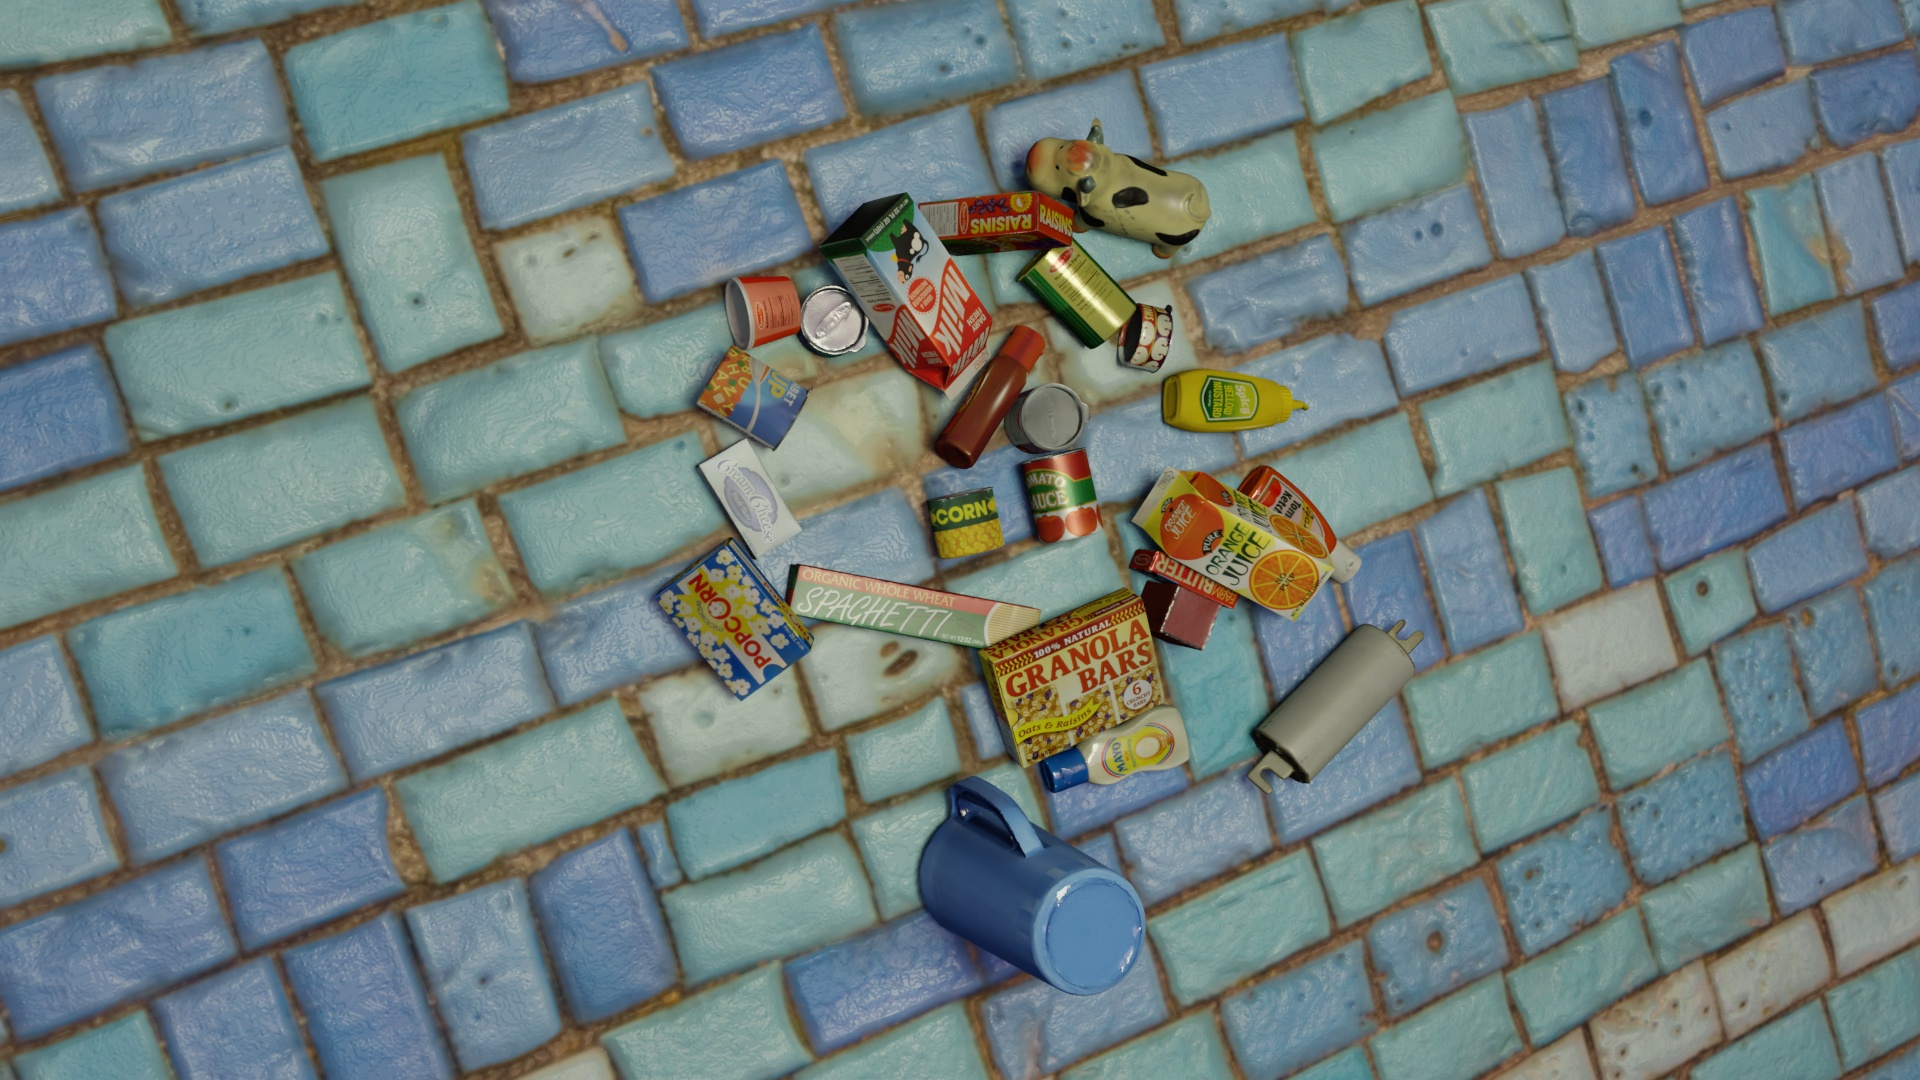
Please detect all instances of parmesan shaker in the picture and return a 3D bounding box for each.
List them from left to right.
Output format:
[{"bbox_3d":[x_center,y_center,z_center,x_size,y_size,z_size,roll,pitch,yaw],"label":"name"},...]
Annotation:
[{"bbox_3d":[0.114,-0.245,1.372,0.103,0.071,0.071,44,79,-12],"label":"parmesan shaker"}]

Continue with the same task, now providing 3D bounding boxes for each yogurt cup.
[{"bbox_3d":[-0.182,-0.214,1.288,0.054,0.072,0.072,-15,94,-24],"label":"yogurt cup"}]

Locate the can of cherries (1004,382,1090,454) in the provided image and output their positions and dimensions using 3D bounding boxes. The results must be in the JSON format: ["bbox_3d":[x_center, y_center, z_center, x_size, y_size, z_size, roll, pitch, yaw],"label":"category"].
[{"bbox_3d":[0.085,-0.119,1.366,0.071,0.058,0.071,0,89,-16],"label":"can of cherries"}]

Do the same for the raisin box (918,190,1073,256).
[{"bbox_3d":[0.034,-0.298,1.308,0.123,0.086,0.040,2,91,27],"label":"raisin box"}]

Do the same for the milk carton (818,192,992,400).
[{"bbox_3d":[-0.039,-0.224,1.303,0.072,0.073,0.190,-50,120,-25],"label":"milk carton"}]

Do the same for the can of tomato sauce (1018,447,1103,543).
[{"bbox_3d":[0.099,-0.044,1.365,0.071,0.071,0.083,-14,94,-15],"label":"can of tomato sauce"}]

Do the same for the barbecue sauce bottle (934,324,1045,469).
[{"bbox_3d":[0.031,-0.141,1.350,0.043,0.064,0.149,33,75,-2],"label":"barbecue sauce bottle"}]

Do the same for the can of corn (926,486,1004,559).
[{"bbox_3d":[0.005,-0.017,1.336,0.071,0.071,0.058,-13,94,-16],"label":"can of corn"}]

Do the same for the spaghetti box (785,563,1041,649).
[{"bbox_3d":[-0.045,0.068,1.343,0.250,0.028,0.050,11,88,-16],"label":"spaghetti box"}]

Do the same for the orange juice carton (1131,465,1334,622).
[{"bbox_3d":[0.270,-0.003,1.390,0.193,0.073,0.071,27,115,-9],"label":"orange juice carton"}]

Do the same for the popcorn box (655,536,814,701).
[{"bbox_3d":[-0.207,0.072,1.278,0.085,0.038,0.126,-36,100,9],"label":"popcorn box"}]

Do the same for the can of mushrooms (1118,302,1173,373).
[{"bbox_3d":[0.185,-0.205,1.390,0.033,0.071,0.071,10,87,-14],"label":"can of mushrooms"}]

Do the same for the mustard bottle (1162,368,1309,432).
[{"bbox_3d":[0.289,-0.143,1.429,0.160,0.049,0.065,0,92,-16],"label":"mustard bottle"}]

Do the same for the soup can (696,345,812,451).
[{"bbox_3d":[-0.190,-0.134,1.282,0.084,0.071,0.071,31,82,-13],"label":"soup can"}]

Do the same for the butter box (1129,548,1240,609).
[{"bbox_3d":[0.228,0.038,1.409,0.103,0.053,0.024,24,86,-15],"label":"butter box"}]

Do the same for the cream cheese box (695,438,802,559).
[{"bbox_3d":[-0.198,-0.039,1.302,0.053,0.024,0.103,-33,99,-15],"label":"cream cheese box"}]

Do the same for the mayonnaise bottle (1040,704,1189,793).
[{"bbox_3d":[0.154,0.214,1.393,0.148,0.041,0.064,-16,96,-16],"label":"mayonnaise bottle"}]

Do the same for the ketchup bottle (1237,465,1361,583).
[{"bbox_3d":[0.353,-0.012,1.450,0.148,0.043,0.065,37,87,-13],"label":"ketchup bottle"}]

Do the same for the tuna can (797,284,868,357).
[{"bbox_3d":[-0.121,-0.206,1.321,0.071,0.033,0.071,0,90,-16],"label":"tuna can"}]

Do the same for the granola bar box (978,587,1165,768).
[{"bbox_3d":[0.112,0.134,1.363,0.166,0.039,0.123,-23,115,-15],"label":"granola bar box"}]
